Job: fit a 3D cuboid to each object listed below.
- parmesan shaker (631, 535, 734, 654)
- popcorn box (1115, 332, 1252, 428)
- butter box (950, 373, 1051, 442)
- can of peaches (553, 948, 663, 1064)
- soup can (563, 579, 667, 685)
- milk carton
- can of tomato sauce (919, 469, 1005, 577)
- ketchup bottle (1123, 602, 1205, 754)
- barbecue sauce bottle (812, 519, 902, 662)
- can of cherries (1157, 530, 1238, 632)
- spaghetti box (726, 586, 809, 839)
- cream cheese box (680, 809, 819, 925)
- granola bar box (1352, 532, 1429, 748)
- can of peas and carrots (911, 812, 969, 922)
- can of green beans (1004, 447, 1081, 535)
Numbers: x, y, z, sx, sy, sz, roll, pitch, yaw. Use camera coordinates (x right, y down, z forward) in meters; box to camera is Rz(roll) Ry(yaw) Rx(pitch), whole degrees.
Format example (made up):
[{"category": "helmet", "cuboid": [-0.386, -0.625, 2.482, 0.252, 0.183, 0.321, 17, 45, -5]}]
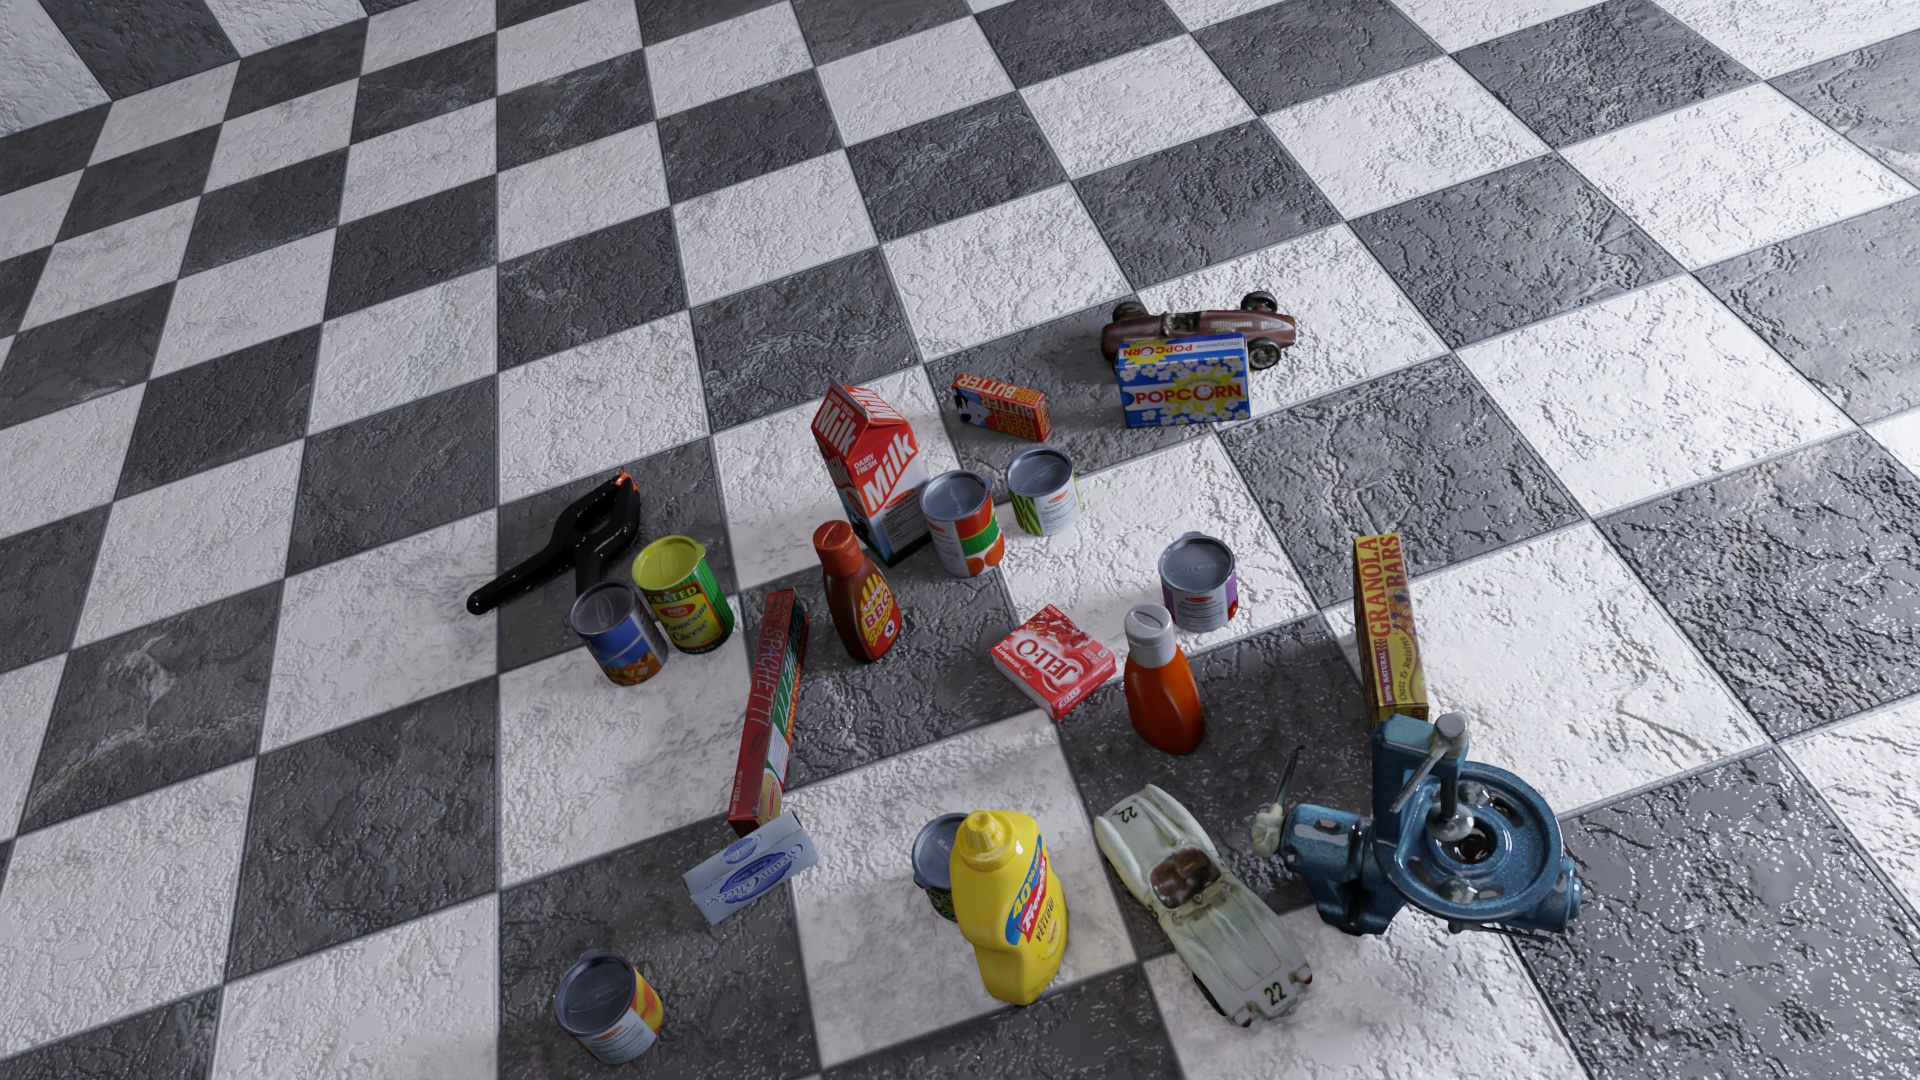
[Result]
[{"category": "parmesan shaker", "cuboid": [-0.259, 0.052, 1.318, 0.071, 0.102, 0.072, -9, 47, 9]}, {"category": "popcorn box", "cuboid": [0.223, -0.158, 1.381, 0.127, 0.084, 0.038, -3, 48, 14]}, {"category": "butter box", "cuboid": [0.043, -0.138, 1.438, 0.103, 0.053, 0.024, 17, 56, 29]}, {"category": "can of peaches", "cuboid": [-0.270, 0.359, 1.070, 0.071, 0.057, 0.071, -9, 47, 9]}, {"category": "soup can", "cuboid": [-0.326, 0.089, 1.318, 0.071, 0.083, 0.072, -9, 47, 9]}, {"category": "milk carton", "cuboid": [-0.081, -0.071, 1.319, 0.073, 0.189, 0.072, -34, 48, -14]}, {"category": "can of tomato sauce", "cuboid": [0.005, -0.017, 1.317, 0.071, 0.082, 0.071, -9, 47, 9]}, {"category": "ketchup bottle", "cuboid": [0.158, 0.110, 1.109, 0.065, 0.148, 0.044, 27, 61, 35]}, {"category": "barbecue sauce bottle", "cuboid": [-0.095, 0.043, 1.247, 0.044, 0.147, 0.065, 13, 54, 27]}, {"category": "can of cherries", "cuboid": [0.211, 0.036, 1.224, 0.071, 0.058, 0.072, -9, 47, 9]}, {"category": "spaghetti box", "cuboid": [-0.168, 0.152, 1.236, 0.029, 0.050, 0.251, -7, 47, 11]}, {"category": "cream cheese box", "cuboid": [-0.170, 0.266, 1.129, 0.104, 0.053, 0.024, -30, 47, -11]}, {"category": "granola bar box", "cuboid": [0.334, 0.096, 1.085, 0.039, 0.123, 0.166, -5, 47, 12]}, {"category": "can of peas and carrots", "cuboid": [-0.001, 0.257, 1.083, 0.071, 0.058, 0.071, -9, 47, 9]}, {"category": "can of green beans", "cuboid": [0.080, -0.047, 1.340, 0.071, 0.057, 0.071, -9, 47, 9]}]
